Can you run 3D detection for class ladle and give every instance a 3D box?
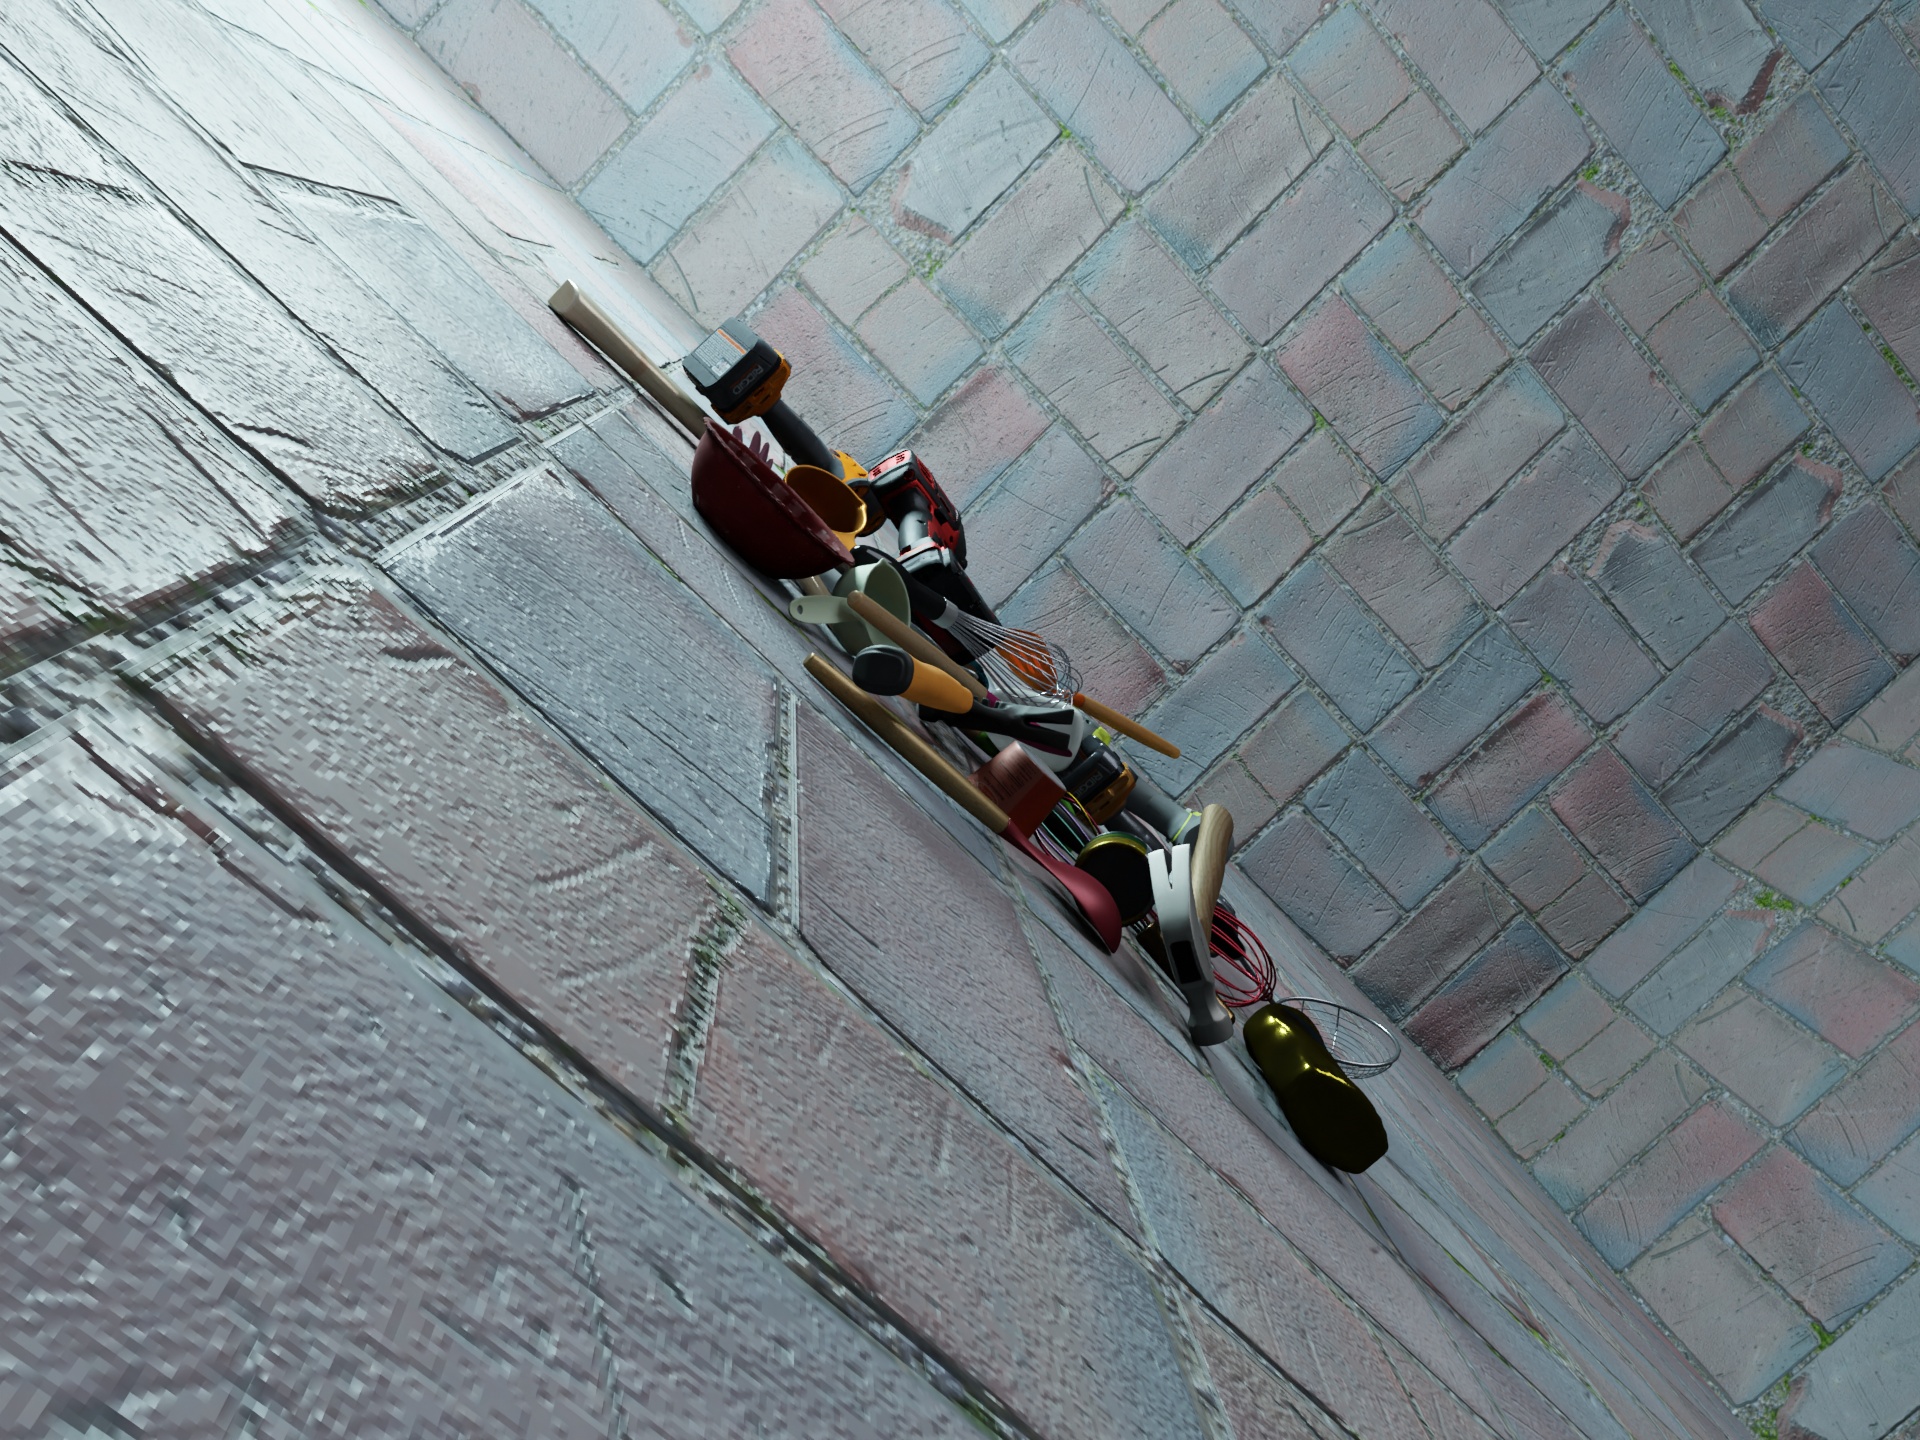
[{"bbox_3d":[0.010,0.057,1.094,0.315,0.031,0.069,42,6,-21],"label":"ladle"}]

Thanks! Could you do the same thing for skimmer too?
[{"bbox_3d":[0.298,0.225,1.472,0.362,0.090,0.127,51,-8,-37],"label":"skimmer"}]

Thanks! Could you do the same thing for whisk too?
[{"bbox_3d":[0.134,0.147,1.263,0.245,0.047,0.051,50,5,7],"label":"whisk"},{"bbox_3d":[0.145,0.138,1.337,0.296,0.073,0.073,41,5,8],"label":"whisk"},{"bbox_3d":[0.007,-0.077,1.373,0.284,0.070,0.070,31,14,-38],"label":"whisk"}]

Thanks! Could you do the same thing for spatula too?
[{"bbox_3d":[0.001,-0.035,1.526,0.082,0.044,0.317,46,5,-4],"label":"spatula"},{"bbox_3d":[0.143,-0.022,1.684,0.081,0.041,0.322,10,-12,45],"label":"spatula"}]

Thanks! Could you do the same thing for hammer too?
[{"bbox_3d":[-0.235,-0.272,1.557,0.410,0.038,0.146,43,5,-19],"label":"hammer"},{"bbox_3d":[-0.004,-0.016,1.136,0.127,0.034,0.336,11,-2,13],"label":"hammer"},{"bbox_3d":[0.191,0.127,1.251,0.331,0.031,0.130,-49,122,-71],"label":"hammer"}]

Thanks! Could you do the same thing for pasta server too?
[{"bbox_3d":[-0.157,-0.168,1.387,0.317,0.060,0.040,-125,-148,-45],"label":"pasta server"}]

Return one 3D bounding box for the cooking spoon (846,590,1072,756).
[{"bbox_3d":[0.003,-0.032,1.316,0.069,0.017,0.318,13,-15,38],"label":"cooking spoon"}]

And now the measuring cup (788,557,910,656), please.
[{"bbox_3d":[-0.096,-0.084,1.228,0.167,0.038,0.083,-6,92,-60],"label":"measuring cup"}]

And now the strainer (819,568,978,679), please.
[{"bbox_3d":[-0.089,-0.098,1.389,0.259,0.050,0.086,42,-14,26],"label":"strainer"}]

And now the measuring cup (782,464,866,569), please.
[{"bbox_3d":[-0.121,-0.156,1.467,0.095,0.052,0.174,1,54,-43],"label":"measuring cup"}]

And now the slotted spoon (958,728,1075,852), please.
[{"bbox_3d":[-0.002,-0.005,1.418,0.314,0.031,0.070,45,4,7],"label":"slotted spoon"}]

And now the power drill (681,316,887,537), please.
[{"bbox_3d":[-0.174,-0.292,1.594,0.226,0.084,0.164,47,1,-35],"label":"power drill"}]

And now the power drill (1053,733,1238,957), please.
[{"bbox_3d":[0.177,0.122,1.566,0.226,0.084,0.185,49,3,-6],"label":"power drill"}]

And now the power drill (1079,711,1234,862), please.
[{"bbox_3d":[0.196,0.085,1.737,0.223,0.080,0.171,36,3,7],"label":"power drill"}]

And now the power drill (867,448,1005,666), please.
[{"bbox_3d":[-0.026,-0.150,1.502,0.143,0.078,0.220,54,16,-36],"label":"power drill"}]
